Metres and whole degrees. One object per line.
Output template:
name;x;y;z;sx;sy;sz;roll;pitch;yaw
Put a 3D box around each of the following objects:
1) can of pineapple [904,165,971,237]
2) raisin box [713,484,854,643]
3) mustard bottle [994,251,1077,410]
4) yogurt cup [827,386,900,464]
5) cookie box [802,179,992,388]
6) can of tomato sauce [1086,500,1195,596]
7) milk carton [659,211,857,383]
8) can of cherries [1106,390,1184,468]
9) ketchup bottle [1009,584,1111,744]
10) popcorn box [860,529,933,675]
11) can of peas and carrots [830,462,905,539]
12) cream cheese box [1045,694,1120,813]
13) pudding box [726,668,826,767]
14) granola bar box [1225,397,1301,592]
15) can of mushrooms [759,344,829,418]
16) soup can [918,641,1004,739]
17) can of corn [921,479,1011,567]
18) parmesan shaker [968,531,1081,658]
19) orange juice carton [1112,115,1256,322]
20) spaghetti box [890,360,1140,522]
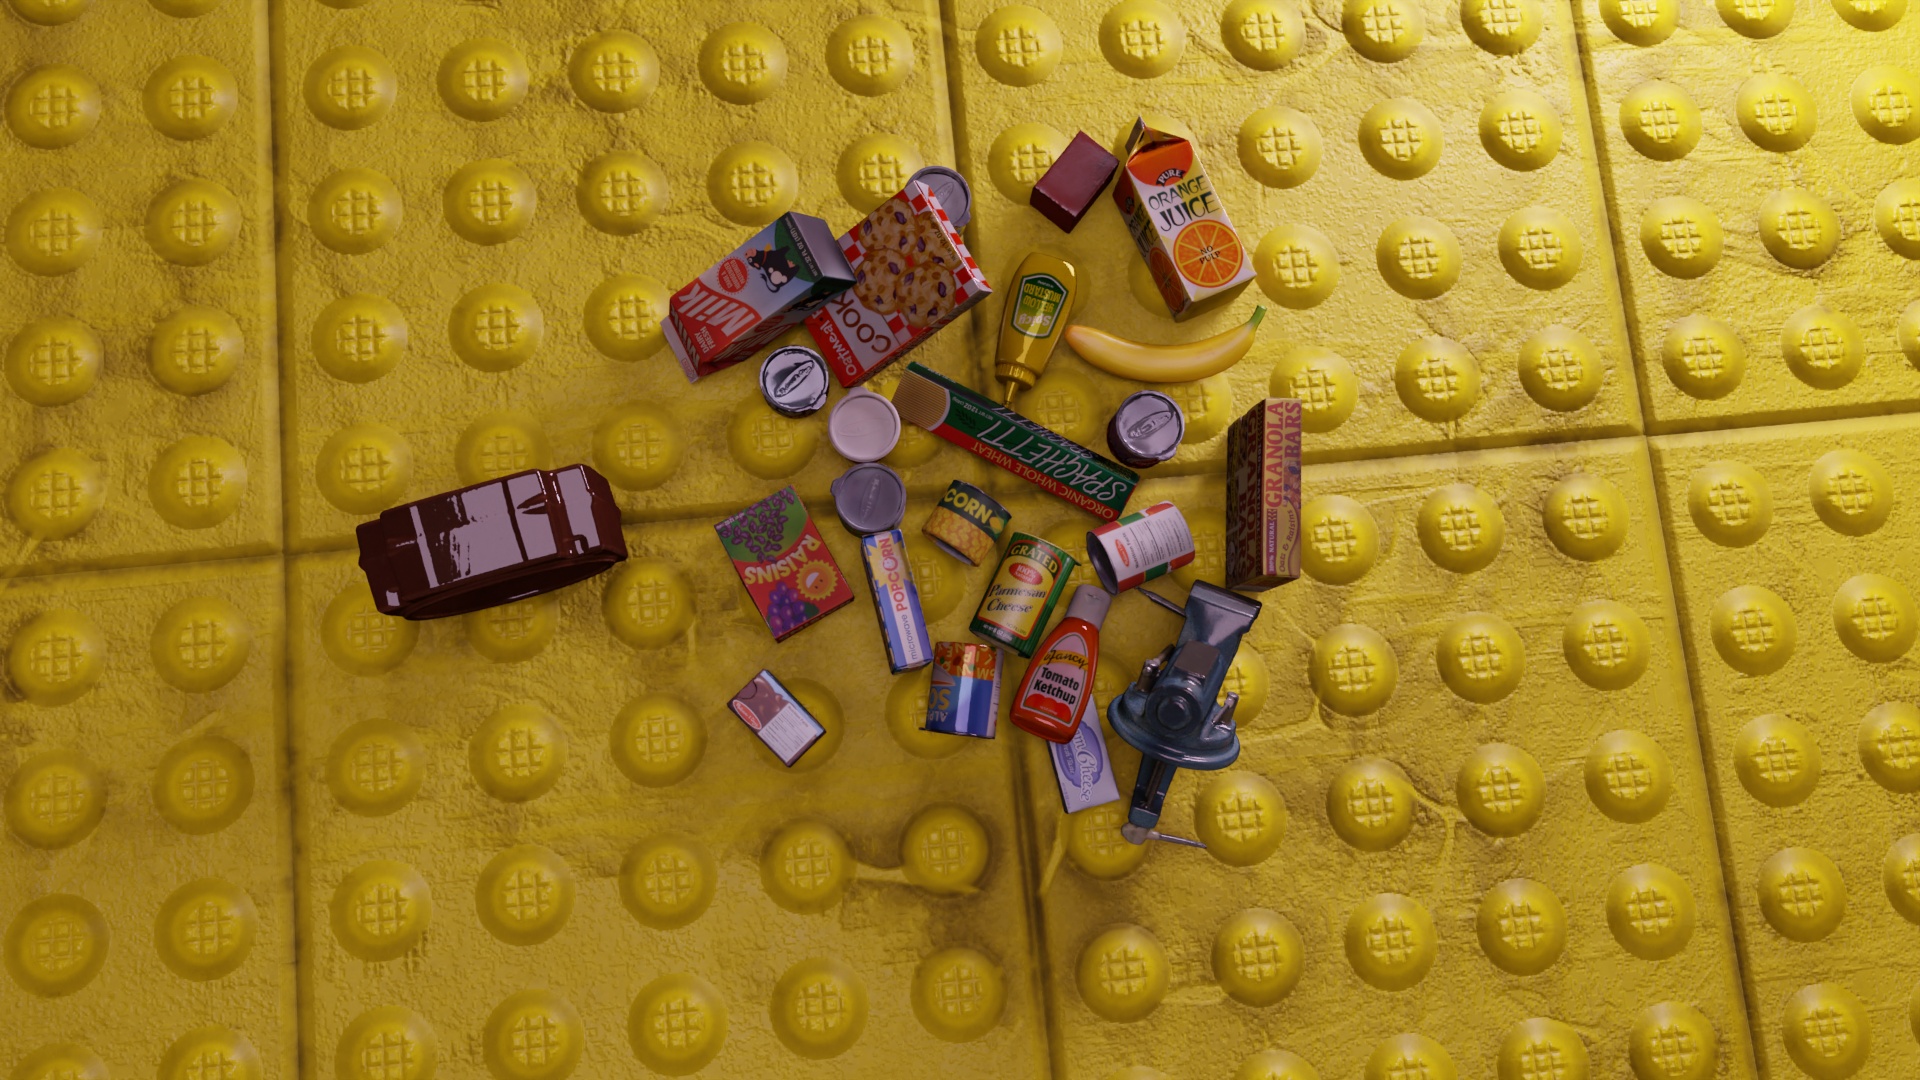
can of pineapple;-0.023;-0.324;1.362;0.071;0.058;0.071;0;82;-3
raisin box;-0.166;0.022;1.310;0.086;0.040;0.123;-29;83;-8
mustard bottle;0.067;-0.199;1.353;0.065;0.048;0.160;17;81;1
yogurt cup;-0.092;-0.104;1.326;0.072;0.054;0.072;1;82;-3
cookie box;-0.072;-0.241;1.321;0.167;0.040;0.123;-33;84;19
can of tomato sauce;0.170;0.007;1.320;0.083;0.071;0.071;-22;84;-10
milk carton;-0.200;-0.225;1.308;0.190;0.073;0.072;-29;85;22
can of cherries;0.178;-0.104;1.341;0.071;0.058;0.071;1;81;-4
ketchup bottle;0.100;0.112;1.296;0.065;0.043;0.149;22;65;6
popcorn box;-0.060;0.059;1.287;0.038;0.085;0.127;-14;82;-6
can of peas and carrots;-0.087;-0.036;1.314;0.071;0.058;0.071;0;81;-3
cream cheese box;0.111;0.199;1.308;0.053;0.024;0.104;-14;82;-7
pudding box;-0.170;0.165;1.292;0.084;0.030;0.050;45;82;4
granola bar box;0.283;-0.040;1.305;0.039;0.124;0.165;3;81;-4
can of mushrooms;-0.158;-0.151;1.339;0.071;0.033;0.071;1;81;-4
soup can;0.001;0.139;1.288;0.071;0.071;0.084;7;81;-3
can of corn;0.005;-0.016;1.310;0.071;0.071;0.058;33;82;2
parmesan shaker;0.061;0.053;1.305;0.071;0.071;0.103;26;81;0
orange juice carton;0.210;-0.321;1.370;0.073;0.071;0.193;-24;84;-7
spaghetti box;0.051;-0.094;1.335;0.250;0.029;0.050;27;118;1
